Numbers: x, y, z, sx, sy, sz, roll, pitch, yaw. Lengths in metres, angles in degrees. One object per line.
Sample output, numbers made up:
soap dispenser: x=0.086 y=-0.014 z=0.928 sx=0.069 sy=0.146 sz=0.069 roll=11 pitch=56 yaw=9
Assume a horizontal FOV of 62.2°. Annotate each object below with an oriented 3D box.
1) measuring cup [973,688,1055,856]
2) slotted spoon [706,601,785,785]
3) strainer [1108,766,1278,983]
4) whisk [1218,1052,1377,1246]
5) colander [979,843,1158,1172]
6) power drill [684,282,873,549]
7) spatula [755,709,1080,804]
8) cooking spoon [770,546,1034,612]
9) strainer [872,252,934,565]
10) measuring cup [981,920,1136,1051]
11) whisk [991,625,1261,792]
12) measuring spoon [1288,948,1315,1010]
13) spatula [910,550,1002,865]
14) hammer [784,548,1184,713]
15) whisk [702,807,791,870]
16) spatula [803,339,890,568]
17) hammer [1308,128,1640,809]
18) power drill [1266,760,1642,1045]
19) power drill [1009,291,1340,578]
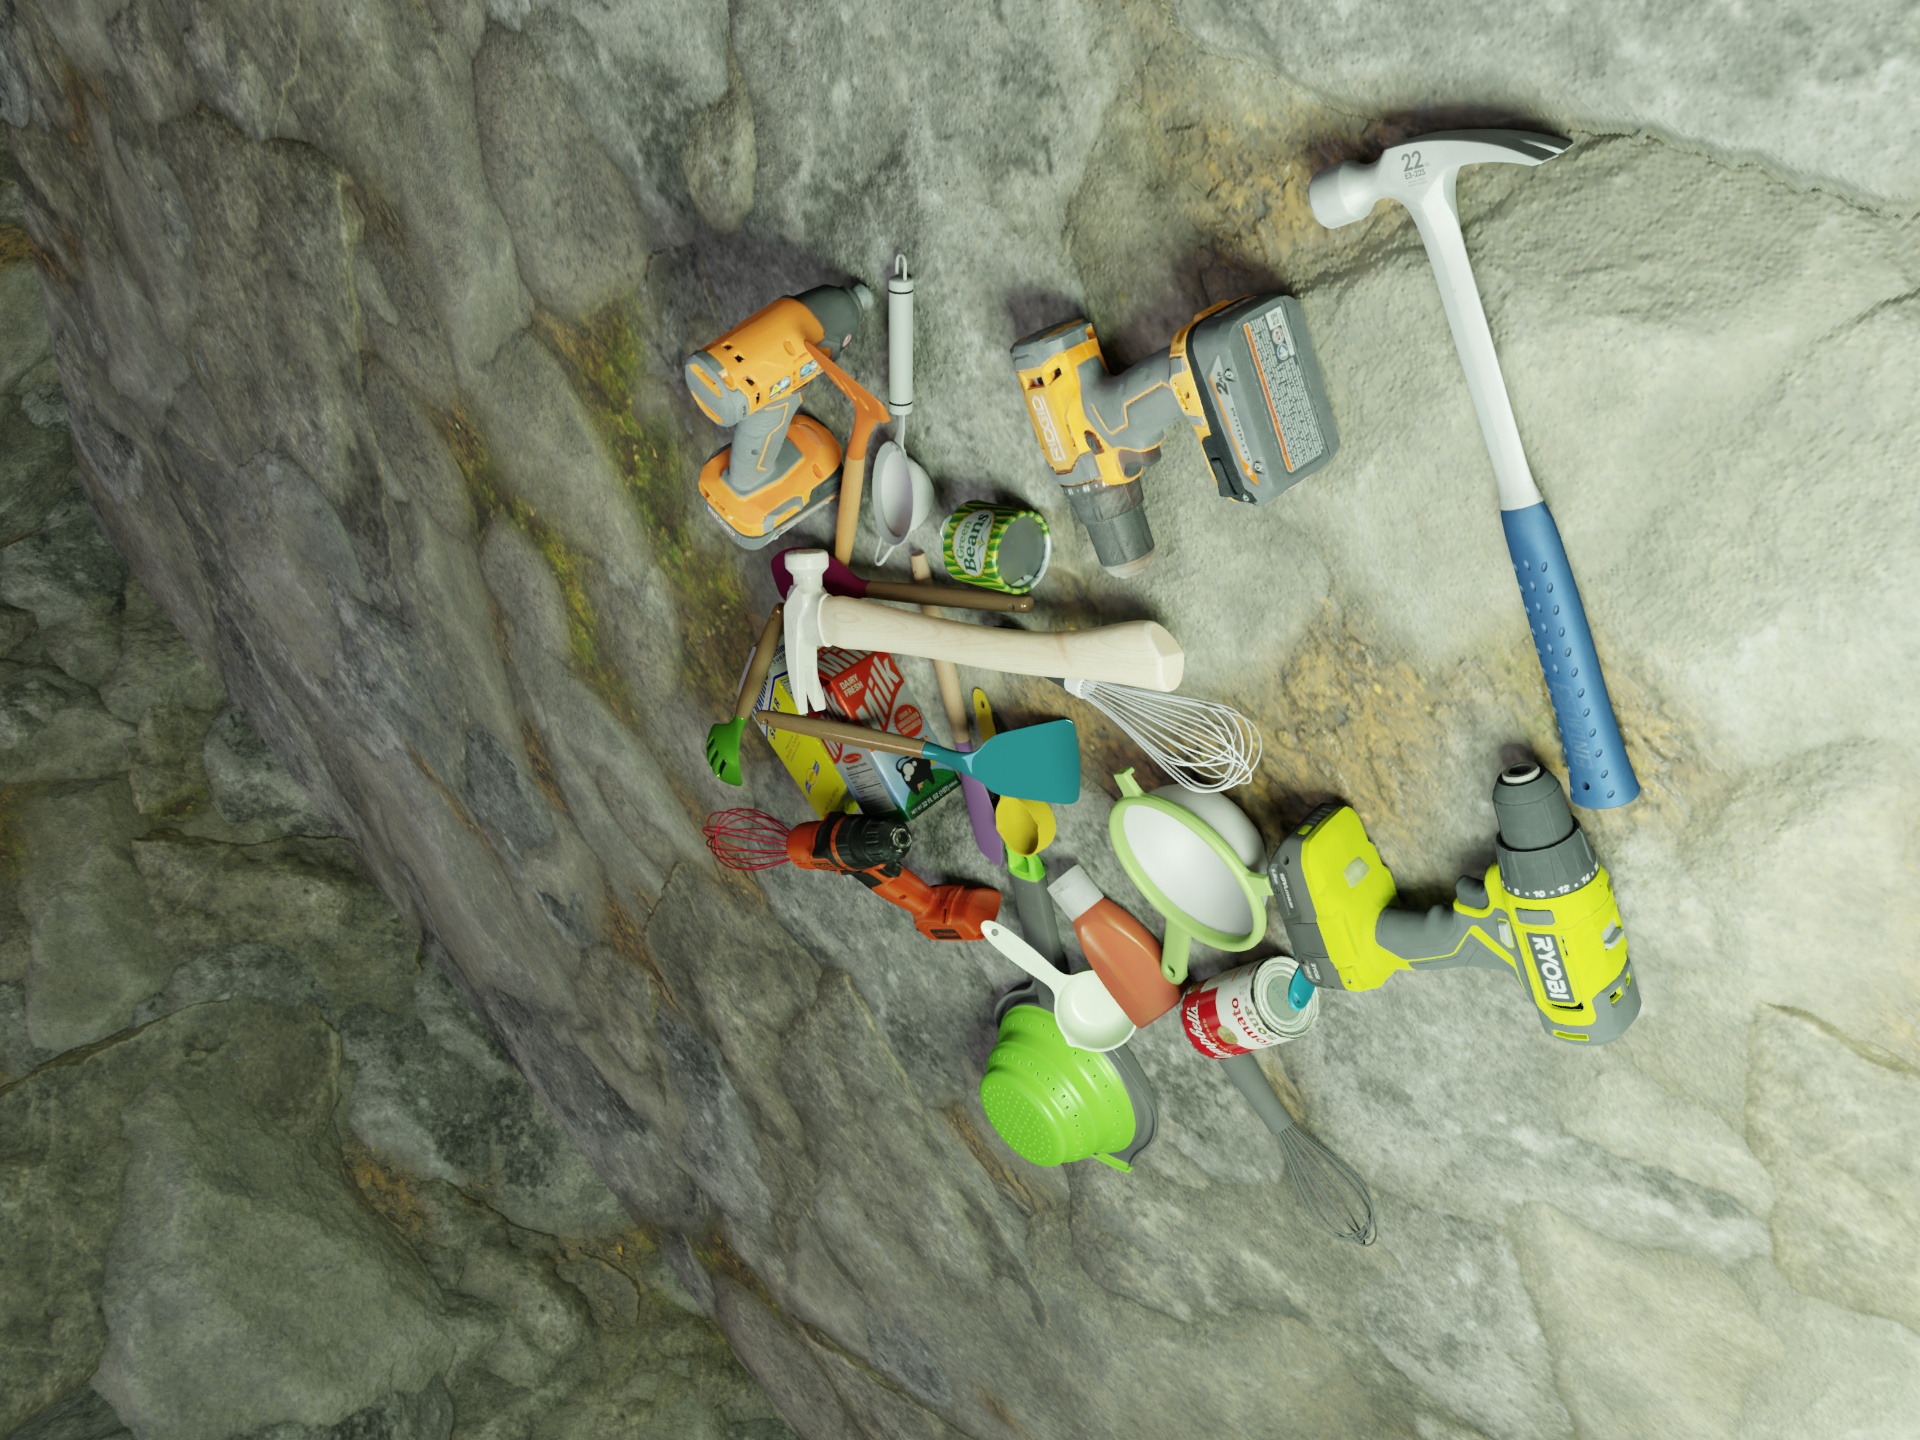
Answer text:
measuring cup: x=0.046 y=0.043 z=1.412 sx=0.062 sy=0.029 sz=0.156 roll=-11 pitch=97 yaw=54
slotted spoon: x=-0.213 y=-0.023 z=1.586 sx=0.070 sy=0.031 sz=0.313 roll=59 pitch=148 yaw=20
strainer: x=0.193 y=0.131 z=1.268 sx=0.152 sy=0.069 sz=0.256 roll=37 pitch=154 yaw=26
whisk: x=0.276 y=0.344 z=1.356 sx=0.239 sy=0.055 sz=0.055 roll=55 pitch=147 yaw=10
colander: x=0.070 y=0.298 z=1.523 sx=0.205 sy=0.094 sz=0.396 roll=17 pitch=130 yaw=43
power drill: x=-0.140 y=-0.253 z=1.292 sx=0.084 sy=0.164 sz=0.226 roll=45 pitch=157 yaw=15
spatula: x=-0.046 y=0.018 z=1.406 sx=0.318 sy=0.044 sz=0.082 roll=11 pitch=123 yaw=29
cooking spoon: x=-0.060 y=-0.112 z=1.375 sx=0.319 sy=0.017 sz=0.068 roll=9 pitch=124 yaw=43
strainer: x=-0.045 y=-0.242 z=1.263 sx=0.087 sy=0.050 sz=0.258 roll=-129 pitch=33 yaw=-49
measuring cup: x=0.089 y=0.232 z=1.450 sx=0.167 sy=0.038 sz=0.083 roll=37 pitch=102 yaw=5
whisk: x=0.116 y=-0.017 z=1.239 sx=0.285 sy=0.070 sz=0.070 roll=30 pitch=139 yaw=40
measuring spoon: x=0.252 y=0.189 z=1.182 sx=0.021 sy=0.128 sz=0.042 roll=-34 pitch=90 yaw=26
spatula: x=-0.002 y=-0.005 z=1.425 sx=0.060 sy=0.018 sz=0.315 roll=32 pitch=141 yaw=56
hammer: x=0.003 y=-0.054 z=1.288 sx=0.411 sy=0.038 sz=0.146 roll=10 pitch=107 yaw=42
whisk: x=-0.179 y=0.139 z=1.739 sx=0.296 sy=0.073 sz=0.073 roll=5 pitch=122 yaw=41
spatula: x=-0.094 y=-0.201 z=1.304 sx=0.081 sy=0.041 sz=0.322 roll=41 pitch=157 yaw=11
hammer: x=0.321 y=-0.133 z=0.903 sx=0.144 sy=0.035 sz=0.405 roll=-1 pitch=117 yaw=52
power drill: x=0.326 y=0.115 z=1.070 sx=0.228 sy=0.080 sz=0.190 roll=-1 pitch=117 yaw=49
power drill: x=0.138 y=-0.182 z=1.054 sx=0.226 sy=0.084 sz=0.185 roll=6 pitch=123 yaw=54
